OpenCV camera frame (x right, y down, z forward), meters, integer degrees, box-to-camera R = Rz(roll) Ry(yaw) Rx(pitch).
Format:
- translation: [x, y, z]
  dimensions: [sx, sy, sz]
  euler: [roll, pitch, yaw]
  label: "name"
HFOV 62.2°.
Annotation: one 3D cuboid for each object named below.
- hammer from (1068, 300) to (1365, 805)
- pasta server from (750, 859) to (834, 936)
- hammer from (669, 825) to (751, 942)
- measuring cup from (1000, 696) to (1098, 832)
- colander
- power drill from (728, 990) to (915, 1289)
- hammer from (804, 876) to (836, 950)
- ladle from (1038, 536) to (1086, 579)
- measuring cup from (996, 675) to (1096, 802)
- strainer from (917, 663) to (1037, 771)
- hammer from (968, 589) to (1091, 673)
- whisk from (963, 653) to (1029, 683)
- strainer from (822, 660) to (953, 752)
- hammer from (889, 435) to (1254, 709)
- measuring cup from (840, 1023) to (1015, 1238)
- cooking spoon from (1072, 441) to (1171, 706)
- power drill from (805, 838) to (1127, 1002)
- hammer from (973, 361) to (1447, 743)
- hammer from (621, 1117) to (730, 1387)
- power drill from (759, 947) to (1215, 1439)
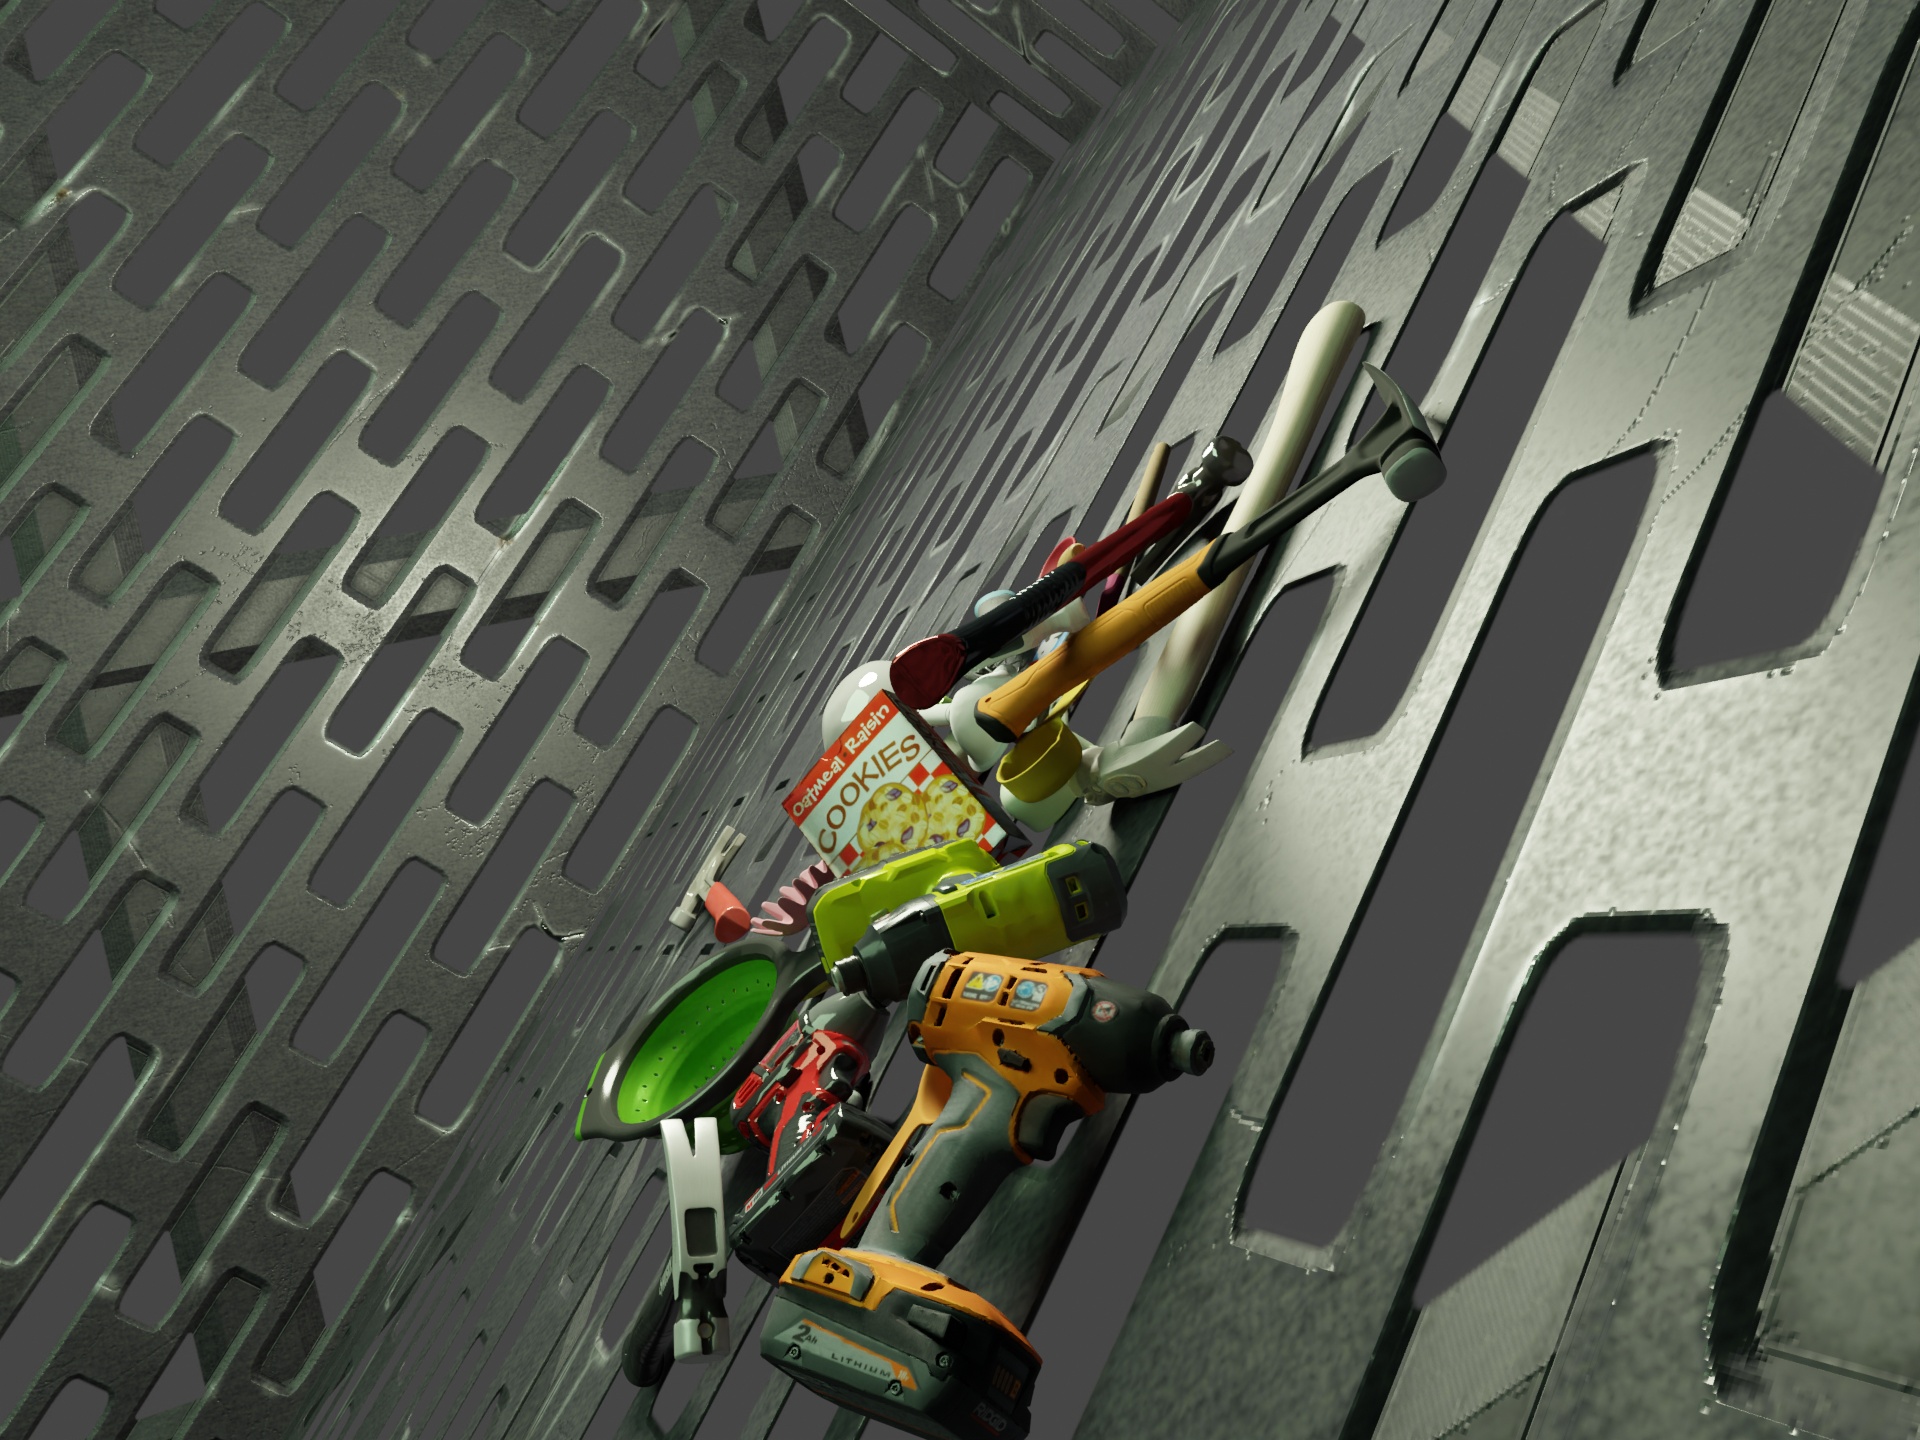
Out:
- translation: [0.195, -0.128, 1.057]
  dimensions: [0.146, 0.038, 0.411]
  euler: [-26, 33, 62]
  label: "hammer"
- translation: [-0.088, 0.059, 1.336]
  dimensions: [0.060, 0.040, 0.316]
  euler: [-39, 20, 50]
  label: "pasta server"
- translation: [-0.293, 0.213, 1.958]
  dimensions: [0.149, 0.036, 0.359]
  euler: [-59, 13, -7]
  label: "hammer"
- translation: [0.061, 0.016, 1.180]
  dimensions: [0.083, 0.038, 0.168]
  euler: [-50, 17, 25]
  label: "measuring cup"
- translation: [-0.123, 0.237, 1.258]
  dimensions: [0.397, 0.094, 0.205]
  euler: [-33, 23, 17]
  label: "colander"
- translation: [-0.086, 0.257, 1.027]
  dimensions: [0.143, 0.078, 0.220]
  euler: [-48, 17, 6]
  label: "power drill"
- translation: [-0.091, 0.100, 1.526]
  dimensions: [0.149, 0.036, 0.409]
  euler: [-44, 19, 39]
  label: "hammer"
- translation: [0.088, -0.128, 1.311]
  dimensions: [0.315, 0.031, 0.069]
  euler: [-68, 2, -88]
  label: "ladle"
- translation: [0.079, -0.004, 1.049]
  dimensions: [0.062, 0.029, 0.156]
  euler: [-21, 25, 54]
  label: "measuring cup"
- translation: [-0.002, -0.004, 1.283]
  dimensions: [0.258, 0.050, 0.087]
  euler: [178, 108, -74]
  label: "strainer"
- translation: [0.035, -0.084, 1.353]
  dimensions: [0.128, 0.033, 0.331]
  euler: [-22, 8, 3]
  label: "hammer"
- translation: [0.025, -0.044, 1.429]
  dimensions: [0.055, 0.055, 0.239]
  euler: [-57, 10, 0]
  label: "whisk"
- translation: [-0.076, -0.011, 1.515]
  dimensions: [0.151, 0.069, 0.256]
  euler: [-60, 15, -16]
  label: "strainer"
- translation: [0.069, -0.087, 1.073]
  dimensions: [0.386, 0.038, 0.143]
  euler: [-36, -10, -47]
  label: "hammer"
- translation: [-0.002, 0.232, 0.895]
  dimensions: [0.173, 0.052, 0.095]
  euler: [-57, 14, 8]
  label: "measuring cup"
- translation: [0.134, -0.131, 1.298]
  dimensions: [0.068, 0.017, 0.319]
  euler: [101, -172, -48]
  label: "cooking spoon"
- translation: [-0.015, 0.125, 0.984]
  dimensions: [0.171, 0.080, 0.223]
  euler: [-18, 0, -17]
  label: "power drill"
- translation: [0.141, -0.091, 0.992]
  dimensions: [0.337, 0.034, 0.127]
  euler: [-36, 28, 24]
  label: "hammer"
- translation: [-0.196, 0.382, 1.063]
  dimensions: [0.334, 0.035, 0.146]
  euler: [116, 151, -53]
  label: "hammer"
- translation: [0.019, 0.216, 0.748]
  dimensions: [0.164, 0.084, 0.227]
  euler: [1, 52, 38]
  label: "power drill"
